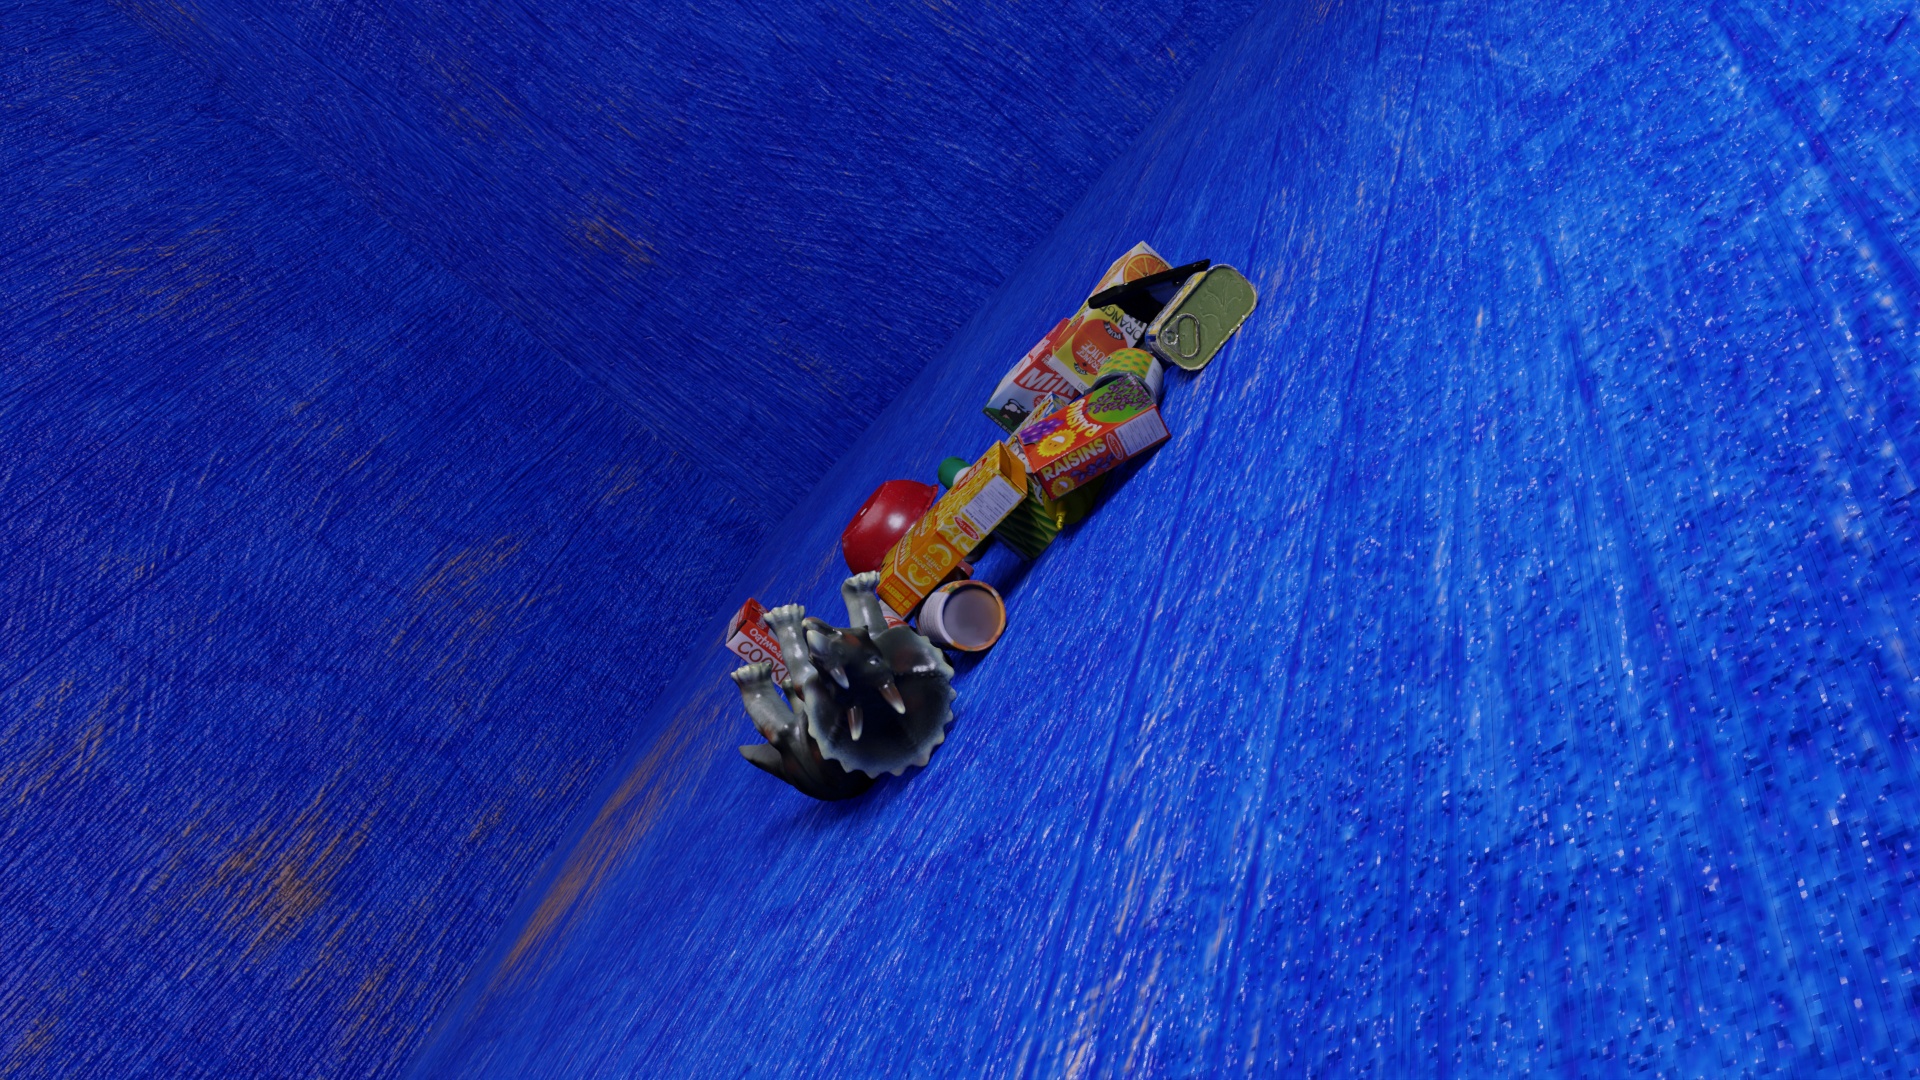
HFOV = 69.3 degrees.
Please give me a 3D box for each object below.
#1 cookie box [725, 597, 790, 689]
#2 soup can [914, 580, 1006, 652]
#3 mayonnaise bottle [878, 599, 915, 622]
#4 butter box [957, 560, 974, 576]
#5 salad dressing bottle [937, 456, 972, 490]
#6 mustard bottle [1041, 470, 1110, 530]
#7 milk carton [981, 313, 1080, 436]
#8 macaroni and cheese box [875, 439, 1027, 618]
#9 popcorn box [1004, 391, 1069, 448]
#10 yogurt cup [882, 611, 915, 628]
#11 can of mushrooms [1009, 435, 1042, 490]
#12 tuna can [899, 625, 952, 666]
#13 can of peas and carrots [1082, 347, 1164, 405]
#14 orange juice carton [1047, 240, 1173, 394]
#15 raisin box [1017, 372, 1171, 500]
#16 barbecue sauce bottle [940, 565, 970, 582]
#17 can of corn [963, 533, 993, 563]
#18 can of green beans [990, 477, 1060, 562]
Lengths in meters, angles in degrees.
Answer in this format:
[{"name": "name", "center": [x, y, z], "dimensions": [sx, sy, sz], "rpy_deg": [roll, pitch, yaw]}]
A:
[{"name": "cookie box", "center": [-0.178, 0.137, 1.516], "dimensions": [0.040, 0.167, 0.123], "rpy_deg": [-50, 10, 2]}, {"name": "soup can", "center": [0.002, 0.070, 1.283], "dimensions": [0.071, 0.071, 0.083], "rpy_deg": [-53, 11, -13]}, {"name": "mayonnaise bottle", "center": [-0.073, 0.076, 1.643], "dimensions": [0.148, 0.041, 0.065], "rpy_deg": [-52, 4, -4]}, {"name": "butter box", "center": [-0.023, 0.050, 1.561], "dimensions": [0.053, 0.024, 0.103], "rpy_deg": [-53, 11, -16]}, {"name": "salad dressing bottle", "center": [0.025, -0.051, 1.488], "dimensions": [0.148, 0.064, 0.044], "rpy_deg": [35, 110, 53]}, {"name": "mustard bottle", "center": [0.107, -0.057, 1.313], "dimensions": [0.065, 0.049, 0.161], "rpy_deg": [-42, 13, 32]}, {"name": "milk carton", "center": [0.115, -0.209, 1.747], "dimensions": [0.189, 0.072, 0.074], "rpy_deg": [-42, 14, 45]}, {"name": "macaroni and cheese box", "center": [-0.008, -0.014, 1.323], "dimensions": [0.166, 0.040, 0.124], "rpy_deg": [-44, 10, 12]}, {"name": "popcorn box", "center": [0.081, -0.111, 1.640], "dimensions": [0.126, 0.038, 0.085], "rpy_deg": [-48, 10, 14]}, {"name": "yogurt cup", "center": [-0.070, 0.112, 1.440], "dimensions": [0.072, 0.072, 0.054], "rpy_deg": [-54, 19, -16]}, {"name": "can of mushrooms", "center": [0.073, -0.076, 1.466], "dimensions": [0.033, 0.071, 0.071], "rpy_deg": [-50, 10, 14]}, {"name": "tuna can", "center": [-0.043, 0.116, 1.311], "dimensions": [0.032, 0.071, 0.071], "rpy_deg": [-48, 11, 23]}, {"name": "can of peas and carrots", "center": [0.159, -0.146, 1.347], "dimensions": [0.070, 0.071, 0.059], "rpy_deg": [-44, 12, 35]}, {"name": "orange juice carton", "center": [0.177, -0.255, 1.641], "dimensions": [0.193, 0.072, 0.073], "rpy_deg": [-55, 11, -22]}, {"name": "raisin box", "center": [0.119, -0.096, 1.264], "dimensions": [0.123, 0.040, 0.086], "rpy_deg": [-28, 29, 6]}, {"name": "barbecue sauce bottle", "center": [-0.014, 0.067, 1.411], "dimensions": [0.065, 0.043, 0.149], "rpy_deg": [-50, 11, 6]}, {"name": "can of corn", "center": [0.006, -0.019, 1.555], "dimensions": [0.058, 0.071, 0.071], "rpy_deg": [-55, 11, -27]}, {"name": "can of green beans", "center": [0.062, -0.022, 1.355], "dimensions": [0.071, 0.058, 0.071], "rpy_deg": [-48, 11, 12]}]
